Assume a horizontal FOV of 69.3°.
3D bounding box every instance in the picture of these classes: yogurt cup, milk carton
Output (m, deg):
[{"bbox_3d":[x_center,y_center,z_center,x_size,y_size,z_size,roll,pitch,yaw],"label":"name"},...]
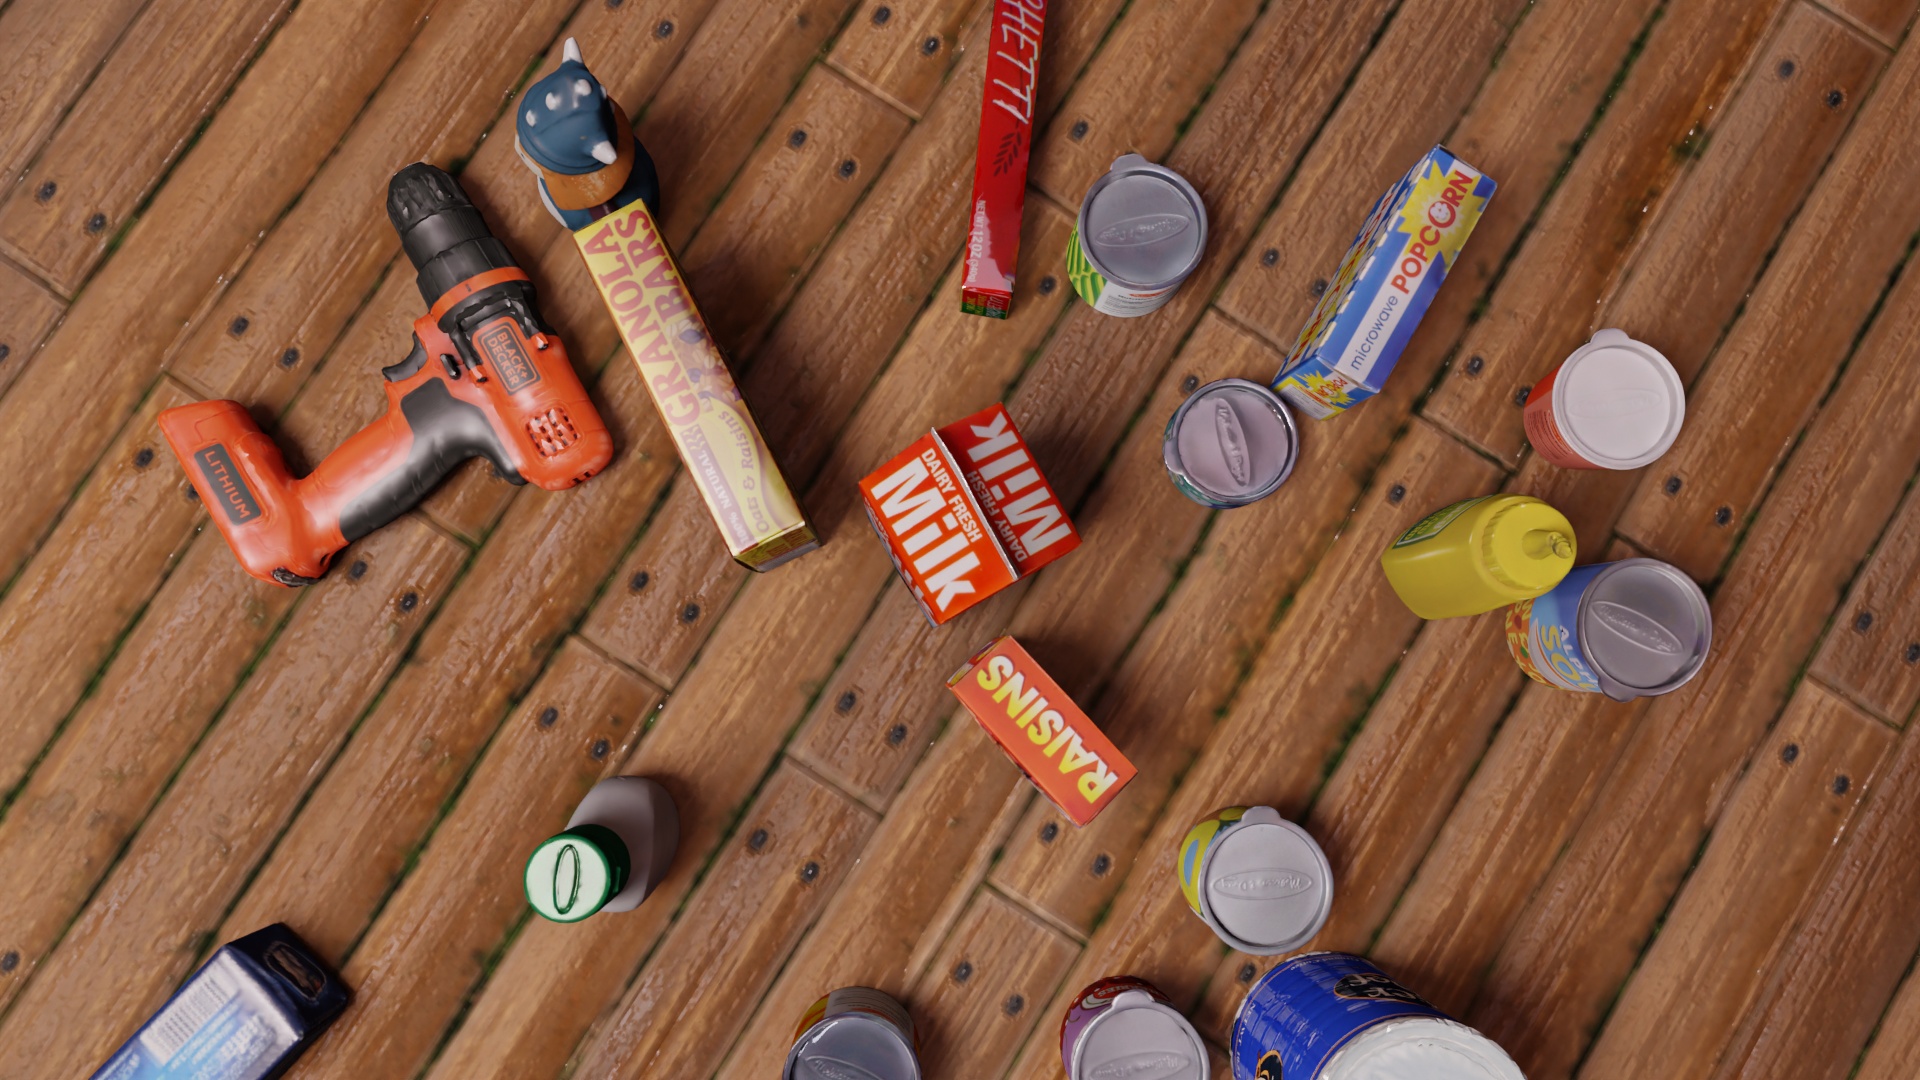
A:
[{"bbox_3d":[0.332,-0.068,0.727,0.072,0.054,0.072,0,85,-2],"label":"yogurt cup"},{"bbox_3d":[0.002,-0.008,0.639,0.073,0.190,0.072,-30,87,-4],"label":"milk carton"}]

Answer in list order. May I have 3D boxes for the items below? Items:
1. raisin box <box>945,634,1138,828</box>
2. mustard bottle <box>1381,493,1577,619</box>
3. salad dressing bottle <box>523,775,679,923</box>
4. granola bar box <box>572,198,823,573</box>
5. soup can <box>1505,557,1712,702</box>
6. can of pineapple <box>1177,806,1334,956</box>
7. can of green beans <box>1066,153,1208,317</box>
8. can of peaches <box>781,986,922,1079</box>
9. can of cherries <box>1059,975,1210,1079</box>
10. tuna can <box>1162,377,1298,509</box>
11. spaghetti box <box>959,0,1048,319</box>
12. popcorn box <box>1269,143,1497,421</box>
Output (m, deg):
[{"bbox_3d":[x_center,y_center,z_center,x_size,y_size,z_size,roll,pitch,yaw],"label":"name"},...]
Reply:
[{"bbox_3d":[0.034,0.088,0.665,0.040,0.123,0.086,-42,88,-5],"label":"raisin box"},{"bbox_3d":[0.254,0.005,0.663,0.065,0.160,0.049,-34,87,-5],"label":"mustard bottle"},{"bbox_3d":[-0.163,0.144,0.639,0.044,0.147,0.064,5,85,-2],"label":"salad dressing bottle"},{"bbox_3d":[-0.124,-0.067,0.673,0.039,0.124,0.165,-27,86,-4],"label":"granola bar box"},{"bbox_3d":[0.322,0.047,0.700,0.071,0.083,0.071,0,85,-2],"label":"soup can"},{"bbox_3d":[0.146,0.167,0.695,0.071,0.058,0.071,0,85,-2],"label":"can of pineapple"},{"bbox_3d":[0.091,-0.155,0.724,0.071,0.058,0.071,0,85,-2],"label":"can of green beans"},{"bbox_3d":[-0.053,0.259,0.677,0.071,0.058,0.071,0,85,-2],"label":"can of peaches"},{"bbox_3d":[0.084,0.251,0.684,0.071,0.058,0.071,0,85,-2],"label":"can of cherries"},{"bbox_3d":[0.138,-0.049,0.728,0.071,0.033,0.071,0,85,-2],"label":"tuna can"},{"bbox_3d":[0.027,-0.244,0.734,0.029,0.050,0.250,7,84,-2],"label":"spaghetti box"},{"bbox_3d":[0.214,-0.128,0.712,0.038,0.085,0.127,31,84,1],"label":"popcorn box"}]
